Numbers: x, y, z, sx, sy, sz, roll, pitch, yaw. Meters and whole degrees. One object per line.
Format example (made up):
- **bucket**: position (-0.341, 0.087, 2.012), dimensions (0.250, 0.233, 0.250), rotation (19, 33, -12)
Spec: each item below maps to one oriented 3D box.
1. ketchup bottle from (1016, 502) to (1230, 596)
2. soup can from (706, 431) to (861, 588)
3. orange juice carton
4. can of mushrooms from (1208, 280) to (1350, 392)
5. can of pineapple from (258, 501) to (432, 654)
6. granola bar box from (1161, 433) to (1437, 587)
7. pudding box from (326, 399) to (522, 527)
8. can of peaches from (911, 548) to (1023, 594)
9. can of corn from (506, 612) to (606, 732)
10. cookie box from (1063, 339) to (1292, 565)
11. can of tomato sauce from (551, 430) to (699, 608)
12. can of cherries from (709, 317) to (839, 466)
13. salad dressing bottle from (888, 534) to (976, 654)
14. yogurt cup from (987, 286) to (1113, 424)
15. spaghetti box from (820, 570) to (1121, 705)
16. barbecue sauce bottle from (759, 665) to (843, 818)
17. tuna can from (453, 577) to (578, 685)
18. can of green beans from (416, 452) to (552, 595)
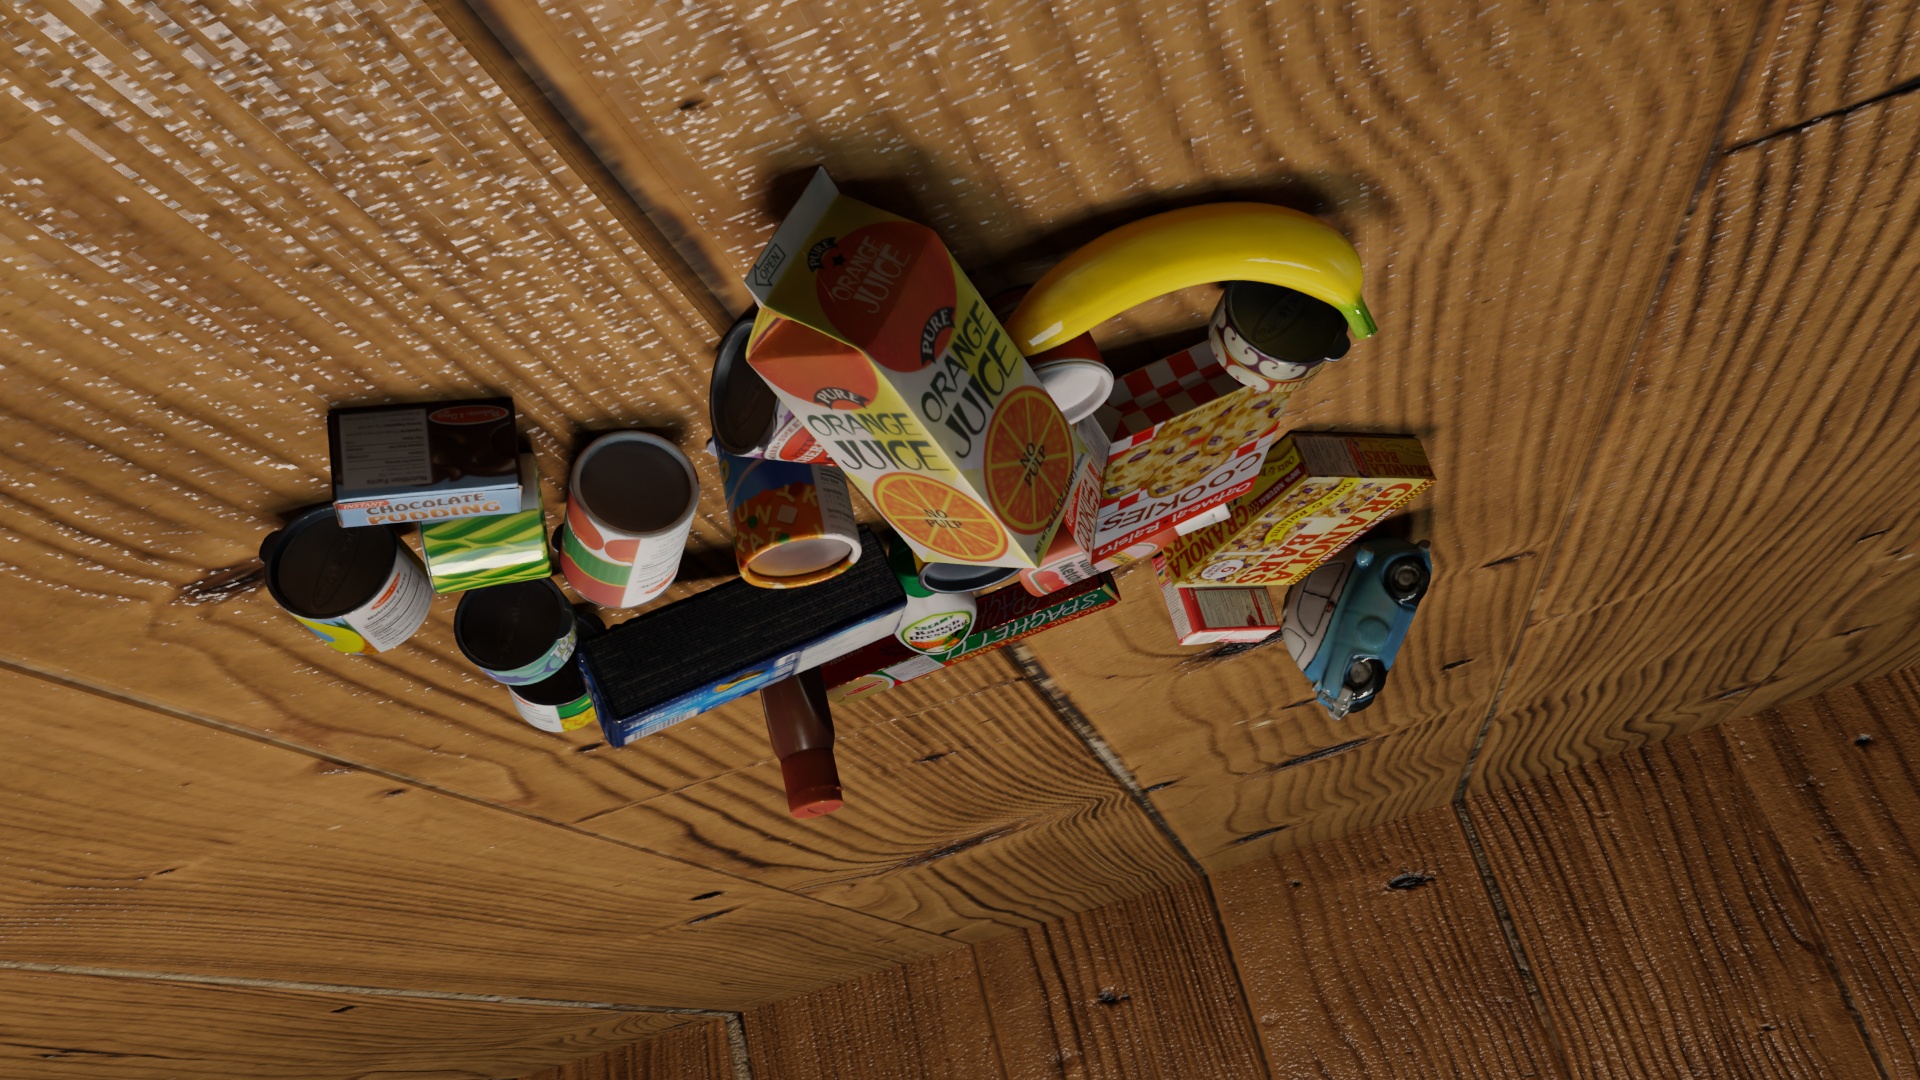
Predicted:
- **ketchup bottle**: position (0.109, -0.008, 0.955), dimensions (0.148, 0.044, 0.064), rotation (-21, 155, 12)
- **soup can**: position (-0.095, -0.024, 0.743), dimensions (0.071, 0.084, 0.071), rotation (-12, 156, -5)
- **orange juice carton**: position (-0.024, -0.072, 0.620), dimensions (0.073, 0.072, 0.192), rotation (2, 145, 40)
- **can of mushrooms**: position (0.167, -0.111, 0.725), dimensions (0.071, 0.071, 0.033), rotation (-9, 157, -13)
- **can of pineapple**: position (-0.321, 0.020, 0.730), dimensions (0.071, 0.071, 0.057), rotation (-13, 156, -6)
- **granola bar box**: position (0.242, -0.020, 1.013), dimensions (0.124, 0.039, 0.164), rotation (0, 152, -29)
- **pudding box**: position (-0.254, -0.037, 0.662), dimensions (0.084, 0.050, 0.030), rotation (-7, 156, -19)
- **can of peaches**: position (0.003, -0.010, 0.801), dimensions (0.071, 0.058, 0.071), rotation (-12, 155, -6)
- **can of corn**: position (-0.262, 0.084, 0.910), dimensions (0.071, 0.071, 0.058), rotation (-9, 156, -14)
- **cookie box**: position (0.128, -0.057, 0.836), dimensions (0.123, 0.040, 0.166), rotation (-24, 158, -10)
- **can of tomato sauce**: position (-0.180, -0.012, 0.745), dimensions (0.071, 0.071, 0.082), rotation (-5, 154, -23)
- **can of cherries**: position (-0.079, -0.068, 0.670), dimensions (0.058, 0.072, 0.071), rotation (6, 149, -39)
- **salad dressing bottle**: position (-0.024, 0.036, 0.971), dimensions (0.064, 0.044, 0.147), rotation (-16, 156, -1)
- **yogurt cup**: position (0.039, -0.093, 0.708), dimensions (0.072, 0.054, 0.072), rotation (-13, 156, -6)
- **spaghetti box**: position (0.003, 0.073, 1.087), dimensions (0.250, 0.029, 0.050), rotation (-22, 156, 15)
- **barbecue sauce bottle**: position (-0.114, 0.115, 0.960), dimensions (0.043, 0.149, 0.064), rotation (-19, 156, 7)
- **tuna can**: position (-0.262, 0.051, 0.830), dimensions (0.071, 0.071, 0.032), rotation (-13, 158, -4)
- **can of green beans**: position (-0.243, -0.009, 0.709), dimensions (0.058, 0.071, 0.071), rotation (-9, 156, -15)
